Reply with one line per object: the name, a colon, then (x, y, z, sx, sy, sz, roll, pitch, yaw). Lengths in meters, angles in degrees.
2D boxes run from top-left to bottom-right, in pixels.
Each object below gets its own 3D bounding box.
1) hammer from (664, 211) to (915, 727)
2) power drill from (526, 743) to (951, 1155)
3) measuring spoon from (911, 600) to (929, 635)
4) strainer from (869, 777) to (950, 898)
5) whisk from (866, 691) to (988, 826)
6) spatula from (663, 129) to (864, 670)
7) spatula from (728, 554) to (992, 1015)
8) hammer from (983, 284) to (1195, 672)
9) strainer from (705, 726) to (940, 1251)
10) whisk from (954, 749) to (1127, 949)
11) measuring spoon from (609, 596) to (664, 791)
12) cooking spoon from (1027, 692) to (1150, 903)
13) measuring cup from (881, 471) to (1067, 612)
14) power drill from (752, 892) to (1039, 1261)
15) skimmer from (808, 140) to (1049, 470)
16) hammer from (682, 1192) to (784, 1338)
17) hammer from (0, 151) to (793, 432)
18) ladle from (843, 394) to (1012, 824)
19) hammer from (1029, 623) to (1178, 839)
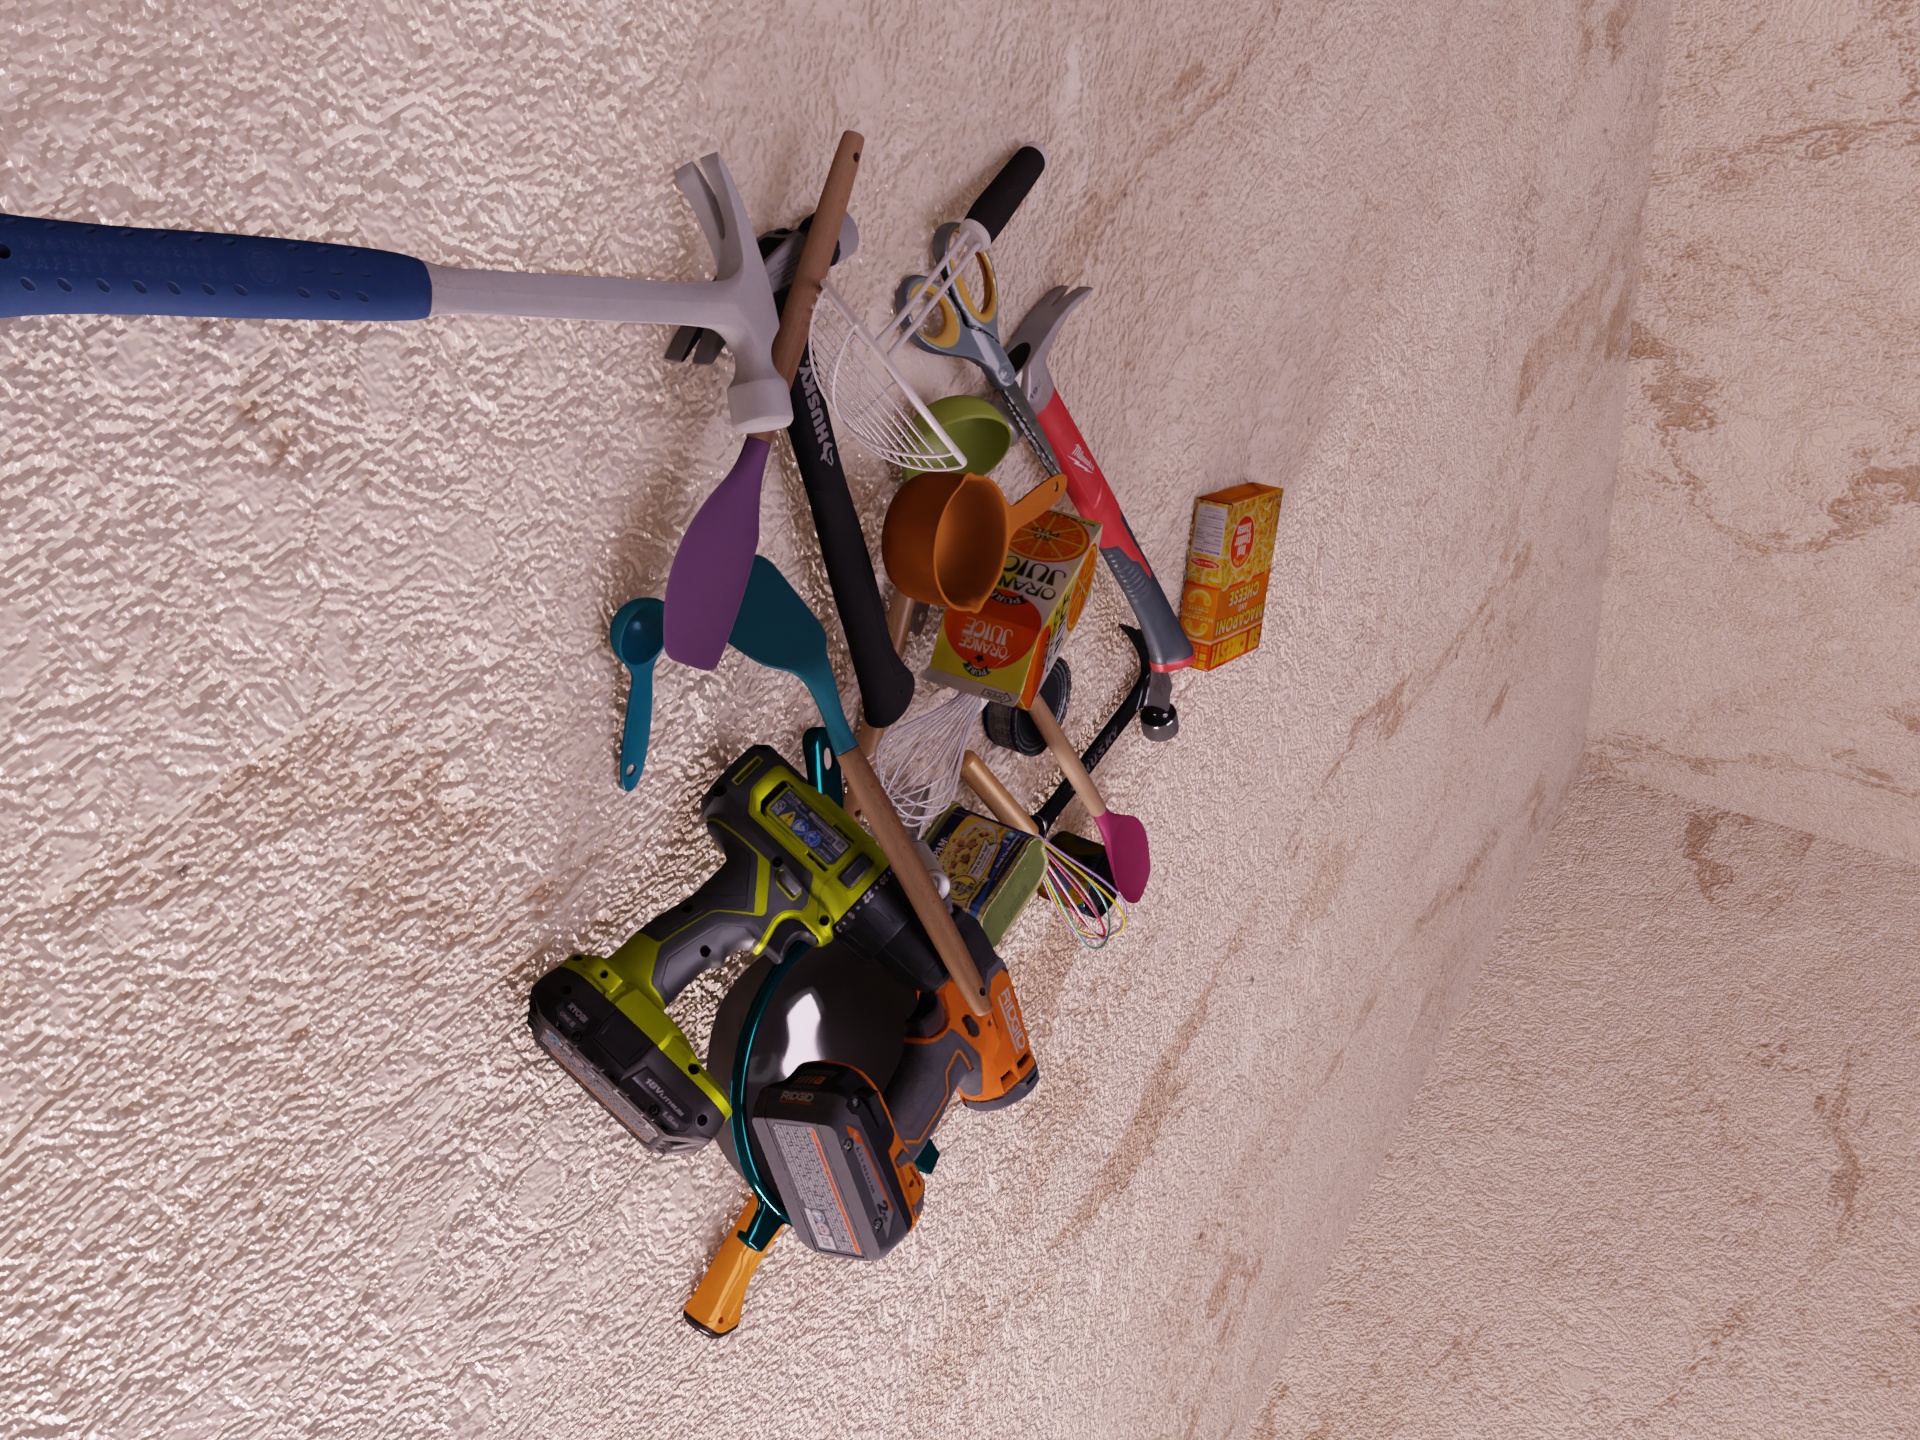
hammer: (-0.084, -0.133, 0.994, 0.146, 0.035, 0.334, -46, 137, -36)
power drill: (-0.127, 0.149, 0.966, 0.228, 0.190, 0.080, -46, 178, -29)
measuring spoon: (-0.016, -0.119, 1.148, 0.034, 0.018, 0.124, -11, 116, -56)
strainer: (-0.033, 0.089, 1.116, 0.258, 0.050, 0.087, -138, -117, -79)
whisk: (-0.002, -0.003, 1.165, 0.285, 0.070, 0.070, -51, 146, -55)
spatula: (-0.107, -0.182, 0.892, 0.059, 0.018, 0.316, 22, 85, -54)
spatula: (-0.063, 0.043, 0.969, 0.082, 0.044, 0.317, -35, 100, -48)
hammer: (0.126, -0.172, 1.296, 0.143, 0.038, 0.385, -61, 142, -20)
strainer: (-0.113, 0.175, 1.099, 0.211, 0.095, 0.340, -6, 93, -52)
whisk: (0.064, 0.111, 1.321, 0.244, 0.047, 0.051, 50, 63, -32)
measuring spoon: (-0.194, -0.016, 0.927, 0.042, 0.021, 0.128, -29, 138, -50)
cooking spoon: (0.109, 0.062, 1.351, 0.318, 0.017, 0.069, 57, 49, -47)
measuring cup: (0.010, -0.135, 1.060, 0.173, 0.052, 0.095, -39, 132, -48)
power drill: (-0.036, 0.226, 1.058, 0.226, 0.084, 0.164, -39, 117, -49)
skimmer: (0.008, -0.279, 0.970, 0.127, 0.090, 0.363, 49, 45, -23)
hammer: (-0.108, 0.302, 1.197, 0.127, 0.034, 0.337, 45, 70, -39)
hammer: (-0.234, -0.199, 0.713, 0.405, 0.035, 0.144, -14, 95, -50)
ladle: (-0.035, -0.070, 1.111, 0.078, 0.062, 0.320, 3, 106, -42)
hammer: (0.076, 0.080, 1.389, 0.409, 0.036, 0.149, -50, 142, -32)
